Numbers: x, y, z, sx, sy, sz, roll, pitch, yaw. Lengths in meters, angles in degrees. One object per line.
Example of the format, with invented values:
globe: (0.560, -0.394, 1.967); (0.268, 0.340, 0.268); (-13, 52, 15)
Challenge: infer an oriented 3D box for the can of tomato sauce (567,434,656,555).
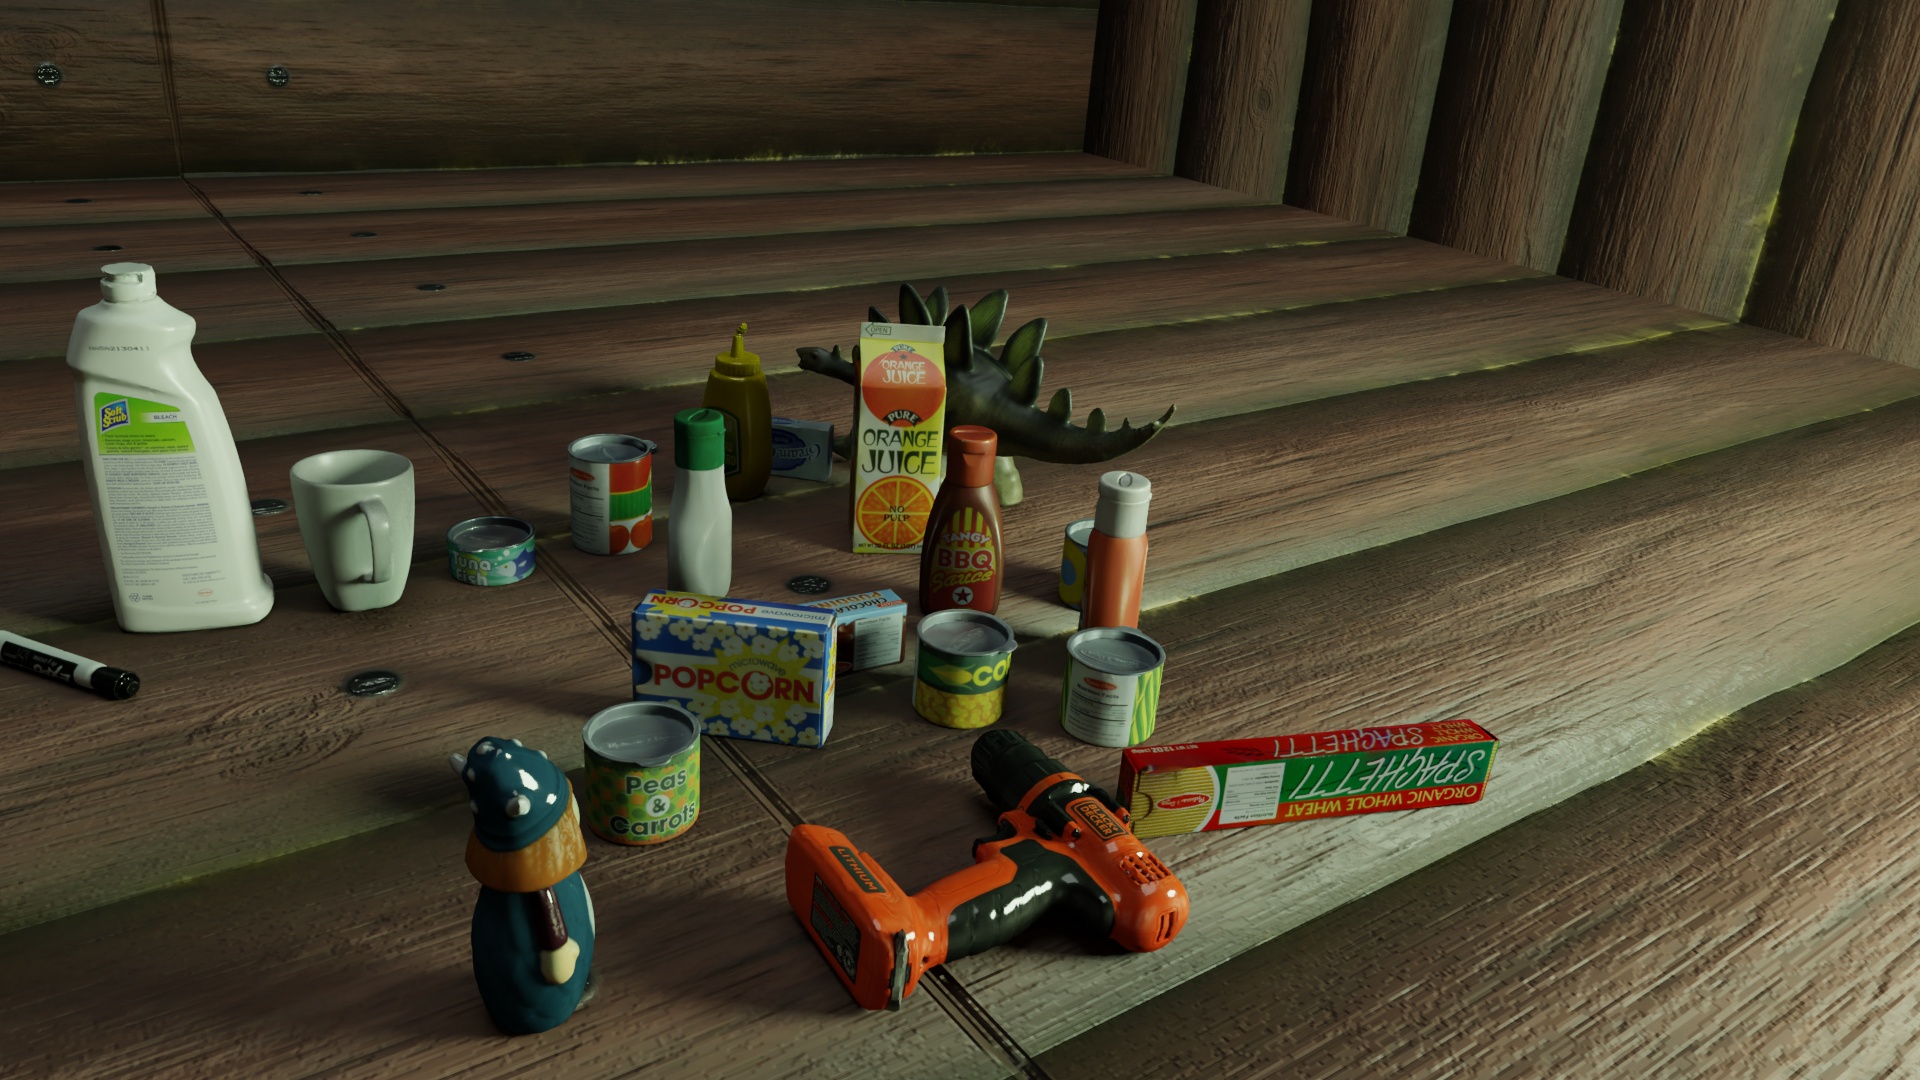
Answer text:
can of tomato sauce: (-0.287, -0.038, 1.147); (0.071, 0.082, 0.071); (4, 24, -2)

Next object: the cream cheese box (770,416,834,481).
cream cheese box: (-0.174, -0.089, 1.320); (0.104, 0.053, 0.024); (7, 23, 5)

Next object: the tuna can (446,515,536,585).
tuna can: (-0.368, 0.009, 1.087); (0.071, 0.032, 0.071); (4, 24, -2)

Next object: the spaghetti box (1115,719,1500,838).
spaghetti box: (0.217, 0.147, 0.864); (0.250, 0.050, 0.029); (-2, 24, -16)

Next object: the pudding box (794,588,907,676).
pudding box: (-0.081, 0.067, 0.989); (0.084, 0.049, 0.030); (-10, 27, -30)

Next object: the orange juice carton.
orange juice carton: (-0.054, -0.090, 1.173); (0.072, 0.191, 0.073); (1, 24, -8)

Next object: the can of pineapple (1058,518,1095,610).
can of pineapple: (0.115, 0.021, 1.120); (0.071, 0.057, 0.071); (4, 24, -2)

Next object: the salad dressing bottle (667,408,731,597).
salad dressing bottle: (-0.198, -0.026, 1.056); (0.044, 0.147, 0.064); (10, 24, 12)

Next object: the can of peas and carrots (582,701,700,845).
can of peas and carrots: (-0.183, 0.135, 0.804); (0.071, 0.058, 0.071); (4, 24, -2)

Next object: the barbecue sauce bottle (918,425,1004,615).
barbecue sauce bottle: (0.004, -0.013, 1.065); (0.065, 0.147, 0.044); (3, 23, -5)

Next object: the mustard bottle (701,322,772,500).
mustard bottle: (-0.202, -0.118, 1.248); (0.065, 0.159, 0.049); (16, 26, 24)

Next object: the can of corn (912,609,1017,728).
can of corn: (0.003, 0.088, 0.947); (0.071, 0.058, 0.071); (4, 24, -2)

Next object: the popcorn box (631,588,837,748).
popcorn box: (-0.145, 0.082, 0.898); (0.127, 0.084, 0.038); (6, 23, 3)

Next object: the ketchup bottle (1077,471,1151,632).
ketchup bottle: (0.110, 0.025, 0.998); (0.043, 0.148, 0.065); (8, 24, 8)

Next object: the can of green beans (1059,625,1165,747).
can of green beans: (0.102, 0.099, 0.942); (0.071, 0.057, 0.071); (4, 24, -2)
